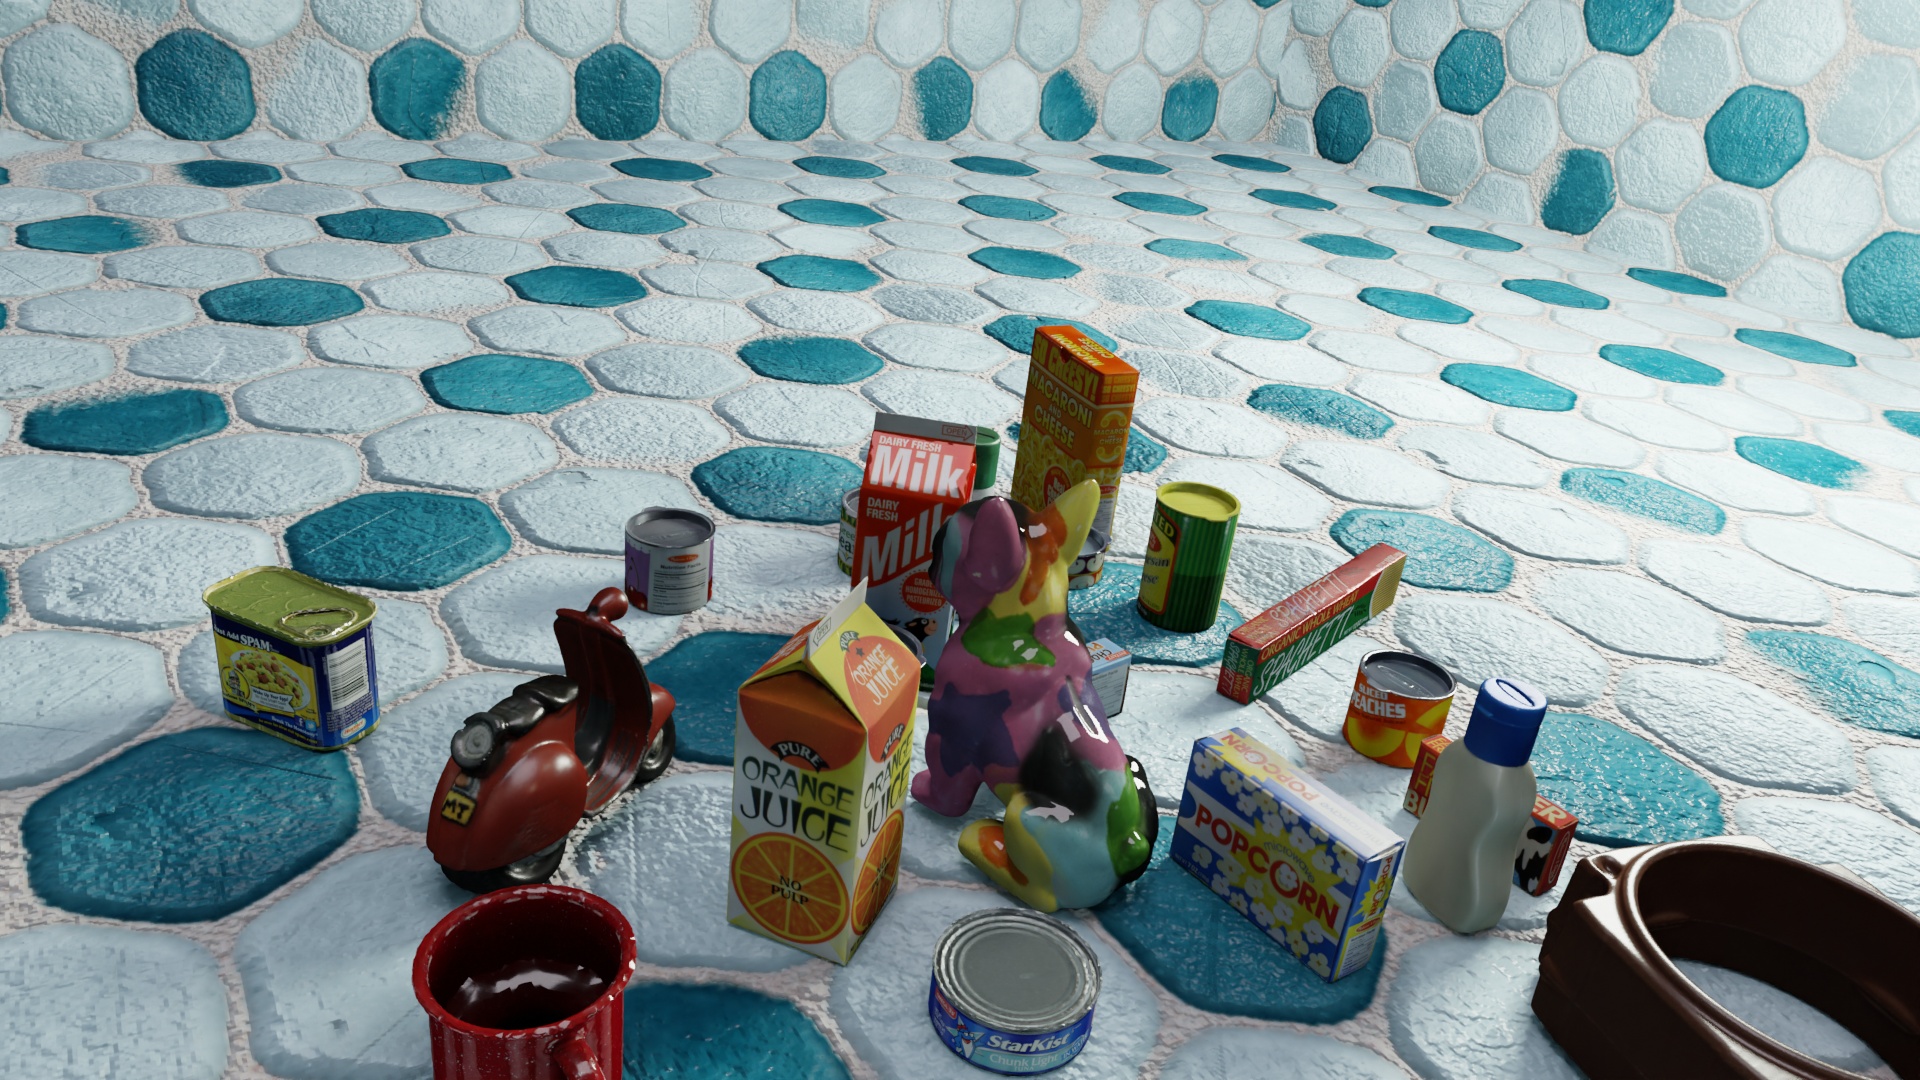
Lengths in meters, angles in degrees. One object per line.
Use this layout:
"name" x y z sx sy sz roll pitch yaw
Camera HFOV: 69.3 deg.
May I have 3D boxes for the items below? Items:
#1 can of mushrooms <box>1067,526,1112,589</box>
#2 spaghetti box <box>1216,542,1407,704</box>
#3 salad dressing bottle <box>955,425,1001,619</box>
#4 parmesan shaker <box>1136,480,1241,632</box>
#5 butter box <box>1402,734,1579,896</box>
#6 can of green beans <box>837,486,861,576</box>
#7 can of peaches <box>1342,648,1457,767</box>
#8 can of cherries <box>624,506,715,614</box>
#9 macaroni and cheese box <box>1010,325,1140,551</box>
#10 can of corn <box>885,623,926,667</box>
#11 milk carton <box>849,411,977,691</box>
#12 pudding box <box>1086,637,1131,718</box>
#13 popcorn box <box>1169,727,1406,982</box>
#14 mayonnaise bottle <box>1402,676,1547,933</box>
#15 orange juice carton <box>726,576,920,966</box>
"can of mushrooms" 0.090 0.011 1.155 0.071 0.033 0.071 6 26 -3
"spaghetti box" 0.278 0.060 1.083 0.029 0.050 0.251 26 32 34
"salad dressing bottle" 0.004 -0.013 1.055 0.064 0.147 0.044 14 26 14
"parmesan shaker" 0.179 0.014 1.093 0.071 0.102 0.071 6 26 -3
"butter box" 0.329 0.170 0.869 0.024 0.053 0.104 -12 32 -34
"can of green beans" -0.065 -0.005 1.123 0.071 0.057 0.071 6 26 -3
"can of peaches" 0.303 0.117 0.965 0.071 0.057 0.071 6 26 -3
"can of cherries" -0.219 0.014 1.045 0.071 0.058 0.072 6 26 -3
"macaroni and cheese box" 0.096 -0.089 1.211 0.040 0.165 0.124 -6 29 -25
"can of corn" -0.058 0.096 0.919 0.071 0.058 0.071 6 26 -3
"milk carton" -0.034 0.003 0.963 0.072 0.189 0.074 8 26 3
"pudding box" 0.077 0.102 0.949 0.084 0.049 0.030 -15 33 -38
"popcorn box" 0.182 0.175 0.787 0.038 0.084 0.127 -13 32 -36
"mayonnaise bottle" 0.298 0.150 0.795 0.041 0.147 0.065 -4 28 -22
"orange juice carton" -0.070 0.116 0.722 0.073 0.191 0.072 15 27 16
